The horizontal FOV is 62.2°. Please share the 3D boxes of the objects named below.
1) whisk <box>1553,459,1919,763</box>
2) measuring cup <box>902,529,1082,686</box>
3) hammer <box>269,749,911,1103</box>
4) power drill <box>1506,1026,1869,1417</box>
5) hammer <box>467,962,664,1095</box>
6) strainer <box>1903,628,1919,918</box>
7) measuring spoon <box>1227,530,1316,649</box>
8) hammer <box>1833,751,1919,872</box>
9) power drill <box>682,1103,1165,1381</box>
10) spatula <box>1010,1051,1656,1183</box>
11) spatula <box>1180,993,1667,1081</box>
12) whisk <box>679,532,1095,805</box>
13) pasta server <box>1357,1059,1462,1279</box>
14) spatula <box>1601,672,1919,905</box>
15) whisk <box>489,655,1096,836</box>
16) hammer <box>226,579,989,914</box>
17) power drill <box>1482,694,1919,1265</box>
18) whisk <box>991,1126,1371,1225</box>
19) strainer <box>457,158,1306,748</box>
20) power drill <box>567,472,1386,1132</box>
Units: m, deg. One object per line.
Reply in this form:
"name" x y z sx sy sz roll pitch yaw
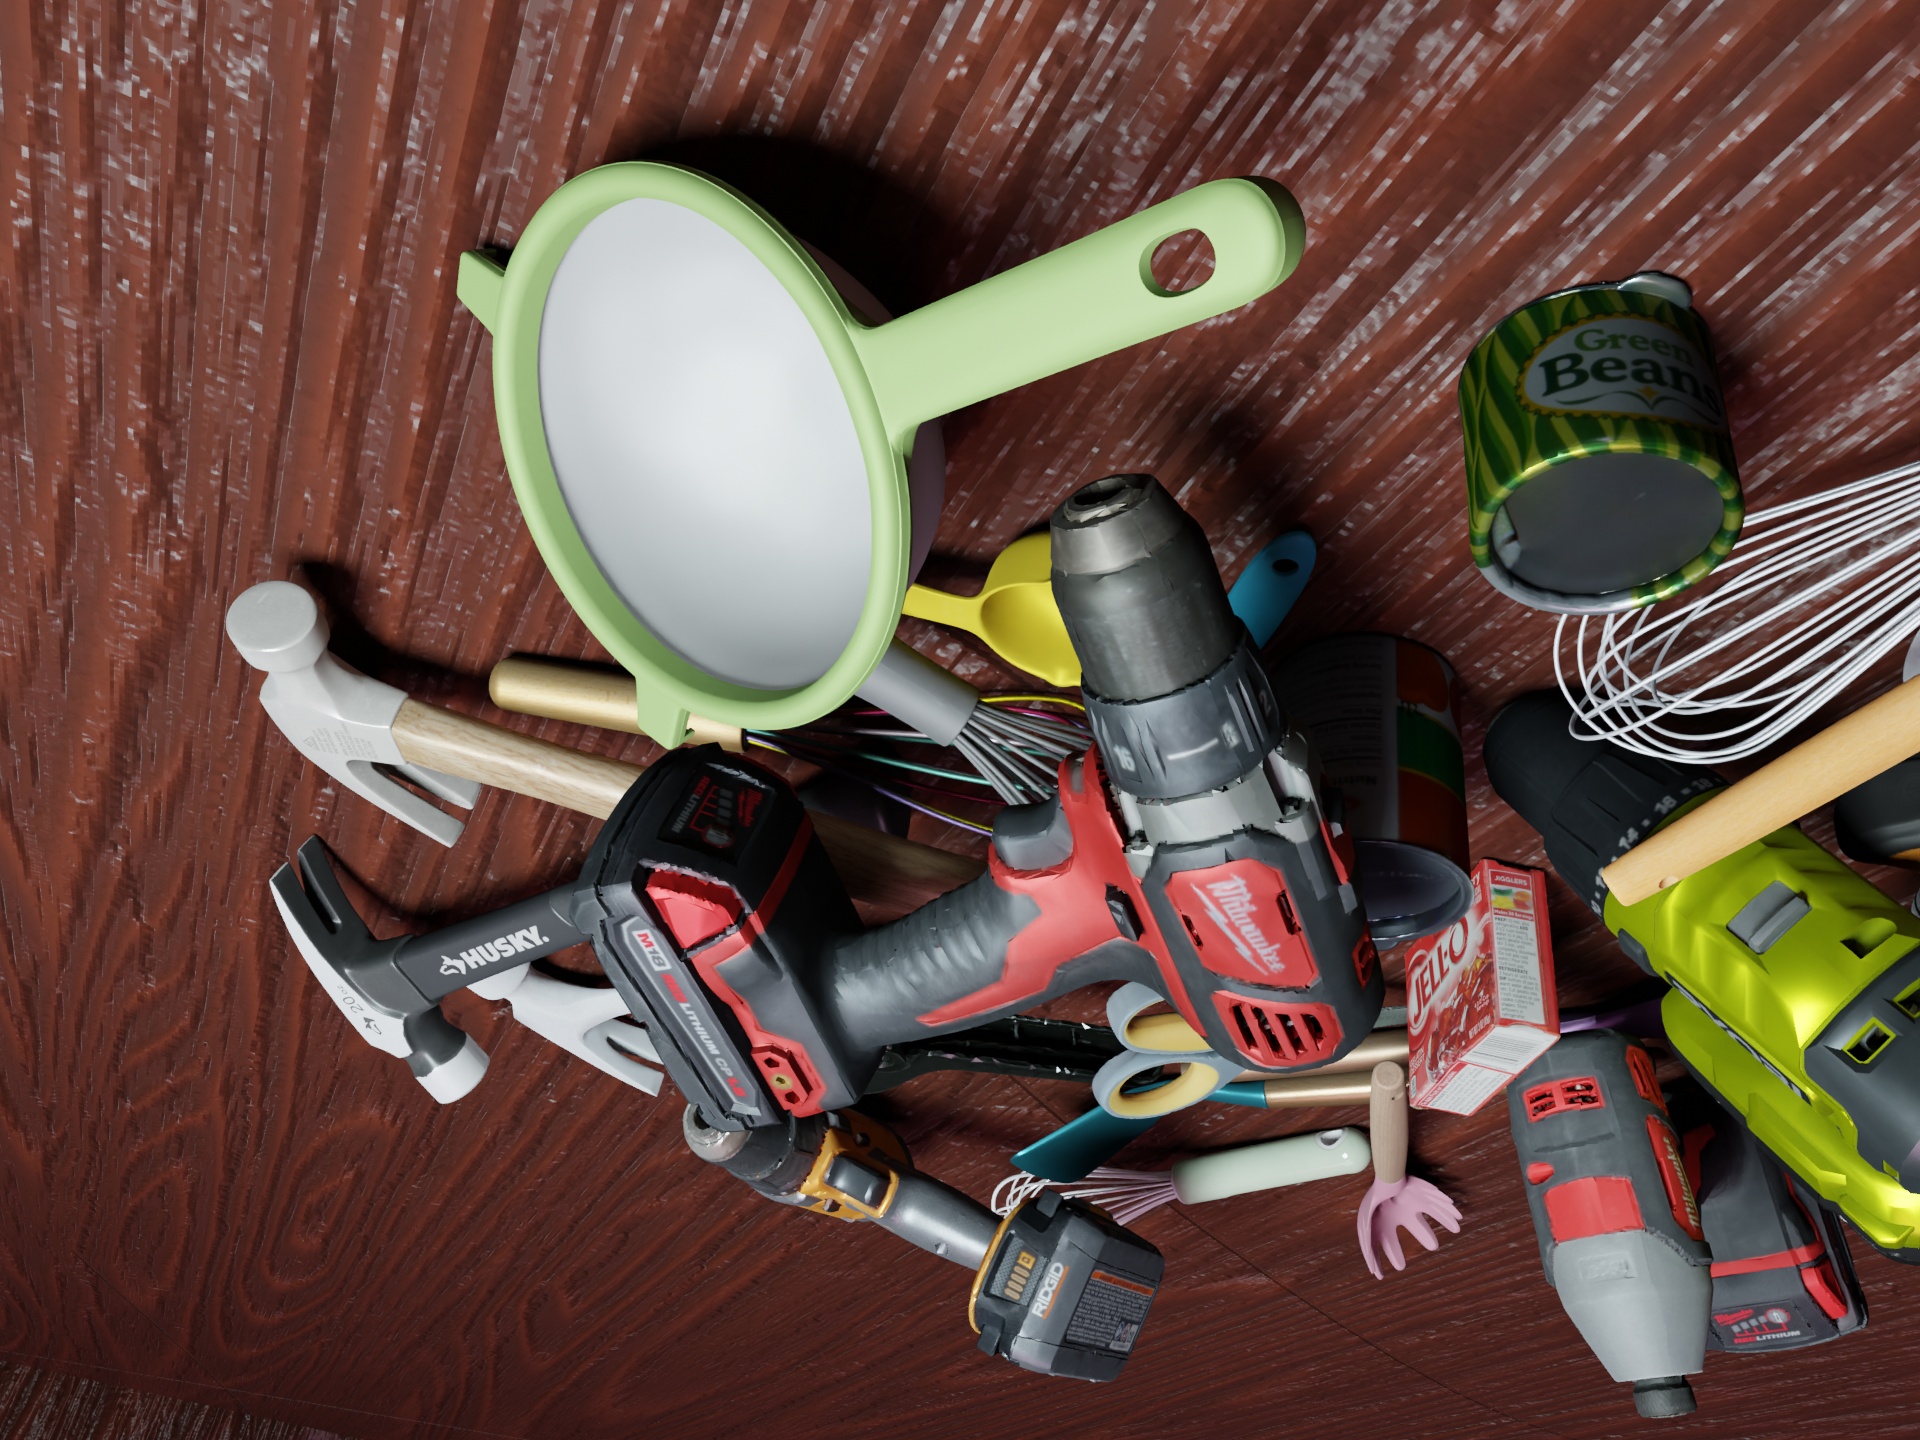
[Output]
"whisk" 0.277 -0.065 0.405 0.070 0.070 0.284 29 136 -25
"measuring cup" -0.011 -0.050 0.524 0.156 0.029 0.062 16 153 12
"hammer" -0.162 0.077 0.698 0.335 0.035 0.146 -21 114 28
"power drill" 0.307 0.215 0.677 0.078 0.143 0.219 -25 149 33
"hammer" -0.045 0.122 0.755 0.405 0.035 0.143 -11 140 26
"strainer" 0.343 0.015 0.516 0.087 0.050 0.258 -15 143 9
"measuring spoon" 0.091 -0.018 0.539 0.042 0.021 0.128 13 146 -6
"hammer" 0.401 0.081 0.553 0.336 0.034 0.127 27 147 -35
"power drill" -0.026 0.253 0.827 0.226 0.084 0.185 18 166 32
"spatula" 0.182 0.197 0.802 0.317 0.044 0.082 -11 151 24
"spatula" 0.250 0.147 0.738 0.316 0.018 0.059 -14 145 28
"whisk" -0.001 -0.001 0.525 0.239 0.055 0.055 31 141 -11
"pasta server" 0.221 0.227 0.801 0.060 0.040 0.316 -30 149 -2
"spatula" 0.314 -0.033 0.402 0.322 0.041 0.081 -36 136 21
"whisk" -0.056 0.001 0.593 0.245 0.051 0.047 10 118 7
"hammer" -0.100 0.036 0.592 0.331 0.031 0.130 16 150 6
"power drill" 0.278 0.089 0.543 0.080 0.191 0.228 -45 136 6
"whisk" 0.121 0.268 0.916 0.246 0.058 0.059 -22 104 31
"strainer" -0.017 -0.085 0.399 0.256 0.069 0.151 -11 105 43
"power drill" -0.001 0.034 0.479 0.227 0.080 0.187 -13 119 22
